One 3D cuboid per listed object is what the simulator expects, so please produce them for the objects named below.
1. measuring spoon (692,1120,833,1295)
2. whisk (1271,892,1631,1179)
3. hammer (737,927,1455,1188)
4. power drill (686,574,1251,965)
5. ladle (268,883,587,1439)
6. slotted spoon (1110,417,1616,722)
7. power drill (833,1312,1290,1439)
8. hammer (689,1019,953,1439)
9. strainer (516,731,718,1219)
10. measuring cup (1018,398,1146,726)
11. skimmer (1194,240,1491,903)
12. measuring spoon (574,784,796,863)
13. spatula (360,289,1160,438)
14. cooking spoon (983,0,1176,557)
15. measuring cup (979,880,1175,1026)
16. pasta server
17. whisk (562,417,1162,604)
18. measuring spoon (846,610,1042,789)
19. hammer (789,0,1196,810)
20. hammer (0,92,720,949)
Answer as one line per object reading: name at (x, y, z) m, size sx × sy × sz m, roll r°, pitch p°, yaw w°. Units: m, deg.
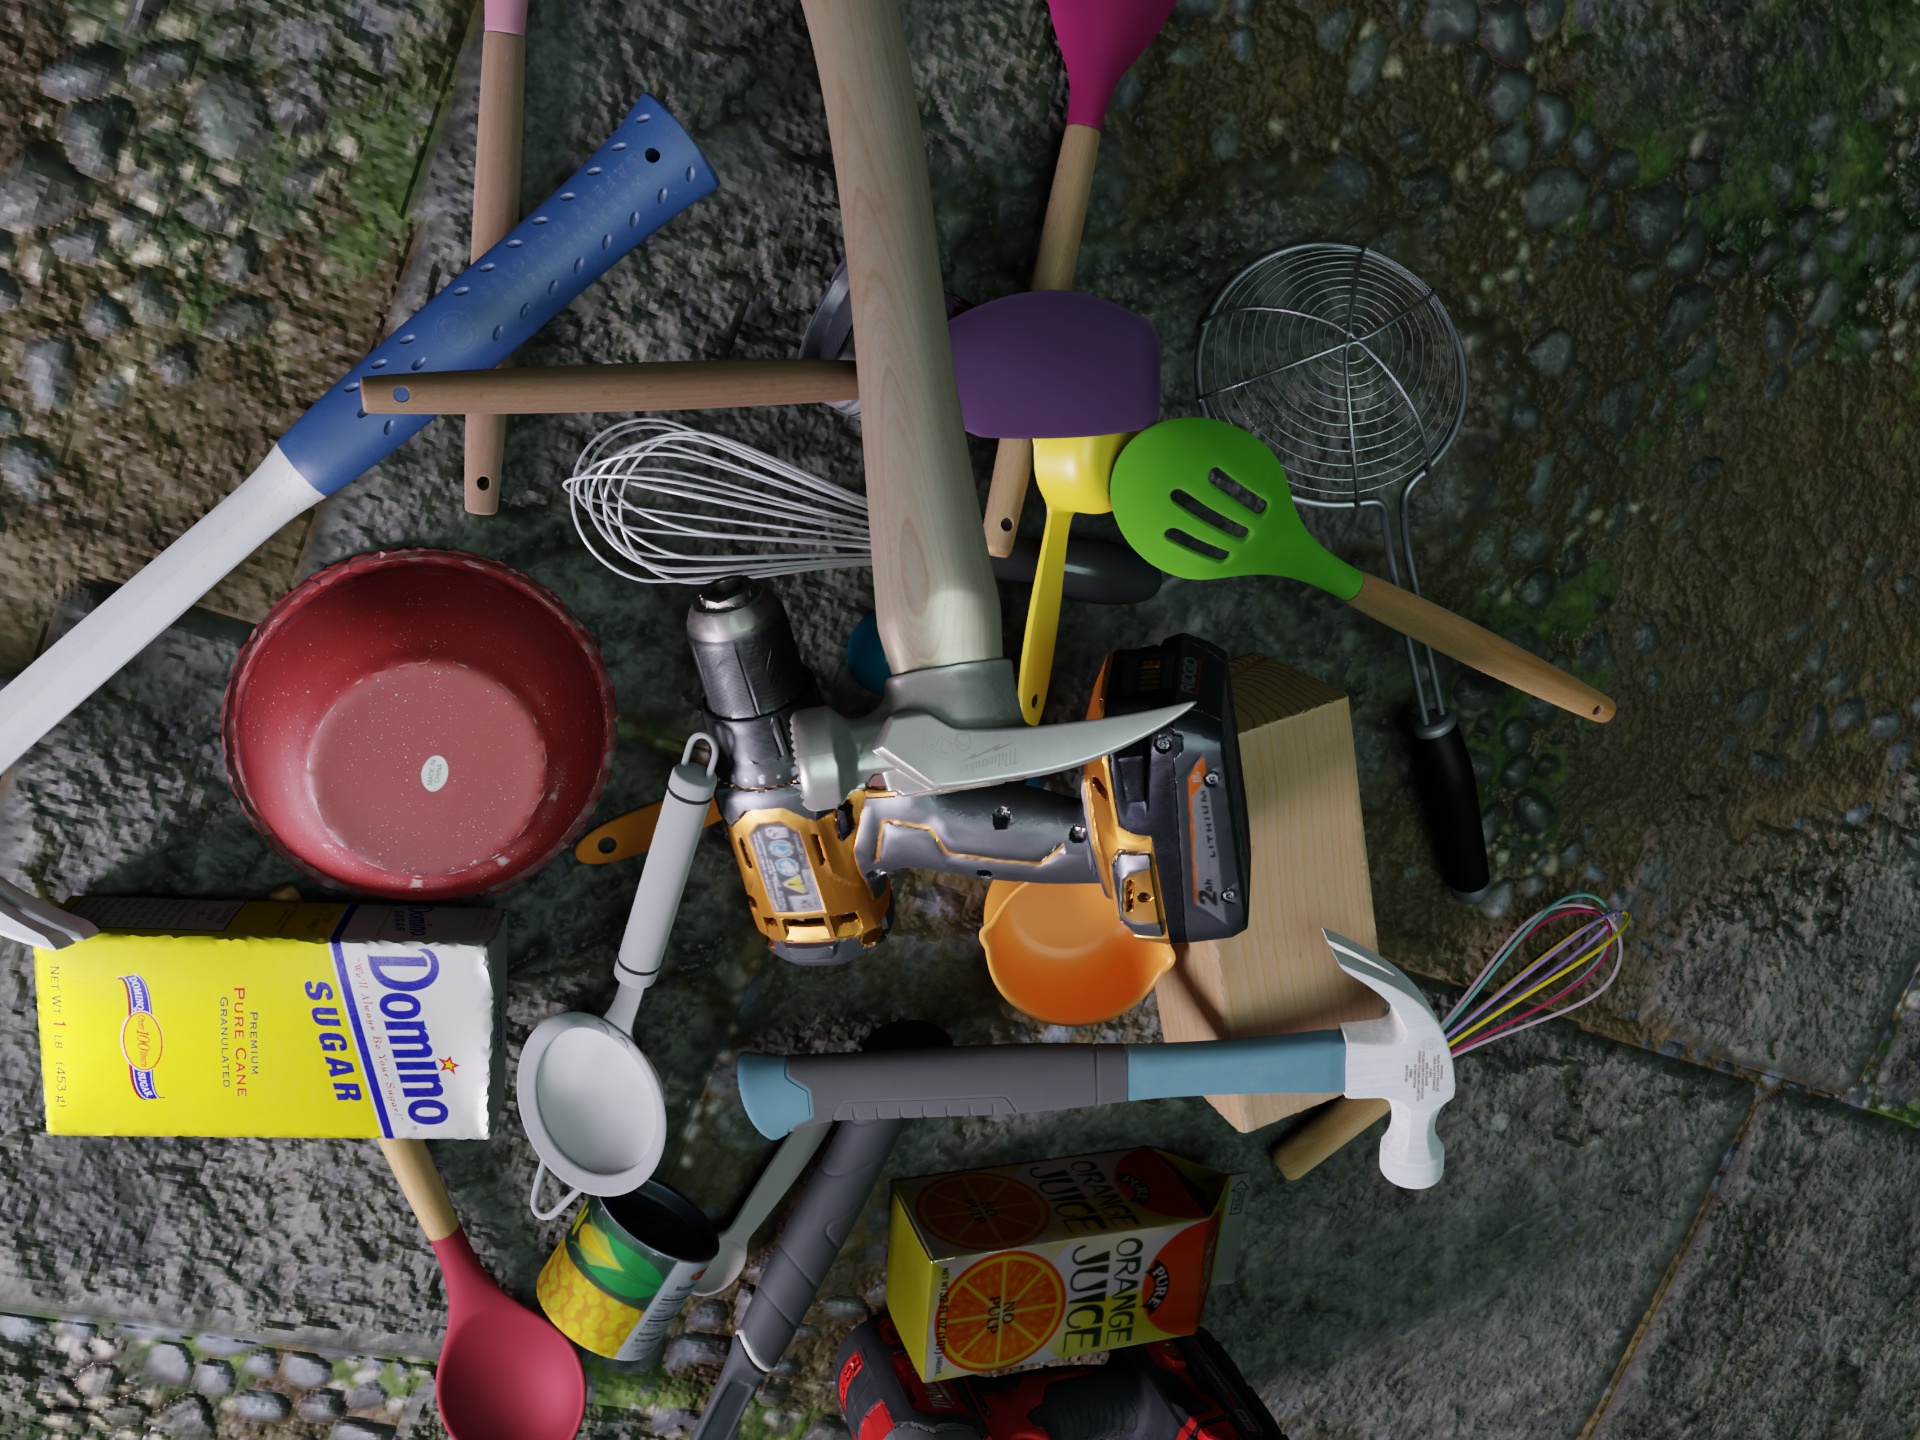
measuring spoon at (-0.099, 0.230, 0.793) m, size 0.124 × 0.018 × 0.034 m, roll -54°, pitch 133°, yaw -5°
whisk at (0.276, 0.178, 0.892) m, size 0.245 × 0.047 × 0.051 m, roll -36°, pitch 116°, yaw -2°
hammer at (0.063, 0.166, 0.740) m, size 0.331 × 0.033 × 0.128 m, roll -3°, pitch 111°, yaw 0°
power drill at (0.000, 0.017, 0.669) m, size 0.226 × 0.084 × 0.185 m, roll -4°, pitch 123°, yaw 15°
ladle at (-0.247, 0.214, 0.728) m, size 0.069 × 0.031 × 0.315 m, roll -20°, pitch 110°, yaw -10°
slotted spoon at (0.200, -0.055, 0.733) m, size 0.313 × 0.031 × 0.070 m, roll 21°, pitch 116°, yaw -28°
power drill at (0.052, 0.374, 0.819) m, size 0.219 × 0.143 × 0.078 m, roll 13°, pitch 104°, yaw -25°
hammer at (-0.107, 0.334, 0.797) m, size 0.149 × 0.036 × 0.409 m, roll 24°, pitch 95°, yaw -40°
strainer at (-0.142, 0.115, 0.701) m, size 0.050 × 0.087 × 0.258 m, roll -25°, pitch 141°, yaw -57°
measuring cup at (0.051, -0.069, 0.695) m, size 0.062 × 0.029 × 0.156 m, roll 4°, pitch 97°, yaw -54°
skimmer at (0.215, -0.059, 0.805) m, size 0.127 × 0.090 × 0.362 m, roll -26°, pitch 123°, yaw -5°
measuring spoon at (-0.119, 0.042, 0.727) m, size 0.117 × 0.011 × 0.021 m, roll -20°, pitch 112°, yaw -13°
spatula at (-0.064, -0.133, 0.615) m, size 0.316 × 0.018 × 0.059 m, roll -7°, pitch 103°, yaw -19°
cooking spoon at (0.048, -0.227, 0.680) m, size 0.068 × 0.017 × 0.319 m, roll 11°, pitch 94°, yaw -23°
measuring cup at (0.062, 0.059, 0.763) m, size 0.095 × 0.052 × 0.173 m, roll 8°, pitch 108°, yaw -6°
pasta server at (-0.176, -0.235, 0.609) m, size 0.060 × 0.040 × 0.316 m, roll 3°, pitch 106°, yaw -18°
whisk at (-0.032, -0.081, 0.701) m, size 0.284 × 0.070 × 0.070 m, roll 7°, pitch 104°, yaw -26°
measuring spoon at (-0.001, -0.002, 0.749) m, size 0.042 × 0.021 × 0.128 m, roll -47°, pitch 114°, yaw -1°
hammer at (-0.017, -0.179, 0.593) m, size 0.146 × 0.038 × 0.411 m, roll -9°, pitch 85°, yaw -4°
hammer at (-0.252, -0.083, 0.600) m, size 0.405 × 0.035 × 0.144 m, roll -41°, pitch 96°, yaw -1°
